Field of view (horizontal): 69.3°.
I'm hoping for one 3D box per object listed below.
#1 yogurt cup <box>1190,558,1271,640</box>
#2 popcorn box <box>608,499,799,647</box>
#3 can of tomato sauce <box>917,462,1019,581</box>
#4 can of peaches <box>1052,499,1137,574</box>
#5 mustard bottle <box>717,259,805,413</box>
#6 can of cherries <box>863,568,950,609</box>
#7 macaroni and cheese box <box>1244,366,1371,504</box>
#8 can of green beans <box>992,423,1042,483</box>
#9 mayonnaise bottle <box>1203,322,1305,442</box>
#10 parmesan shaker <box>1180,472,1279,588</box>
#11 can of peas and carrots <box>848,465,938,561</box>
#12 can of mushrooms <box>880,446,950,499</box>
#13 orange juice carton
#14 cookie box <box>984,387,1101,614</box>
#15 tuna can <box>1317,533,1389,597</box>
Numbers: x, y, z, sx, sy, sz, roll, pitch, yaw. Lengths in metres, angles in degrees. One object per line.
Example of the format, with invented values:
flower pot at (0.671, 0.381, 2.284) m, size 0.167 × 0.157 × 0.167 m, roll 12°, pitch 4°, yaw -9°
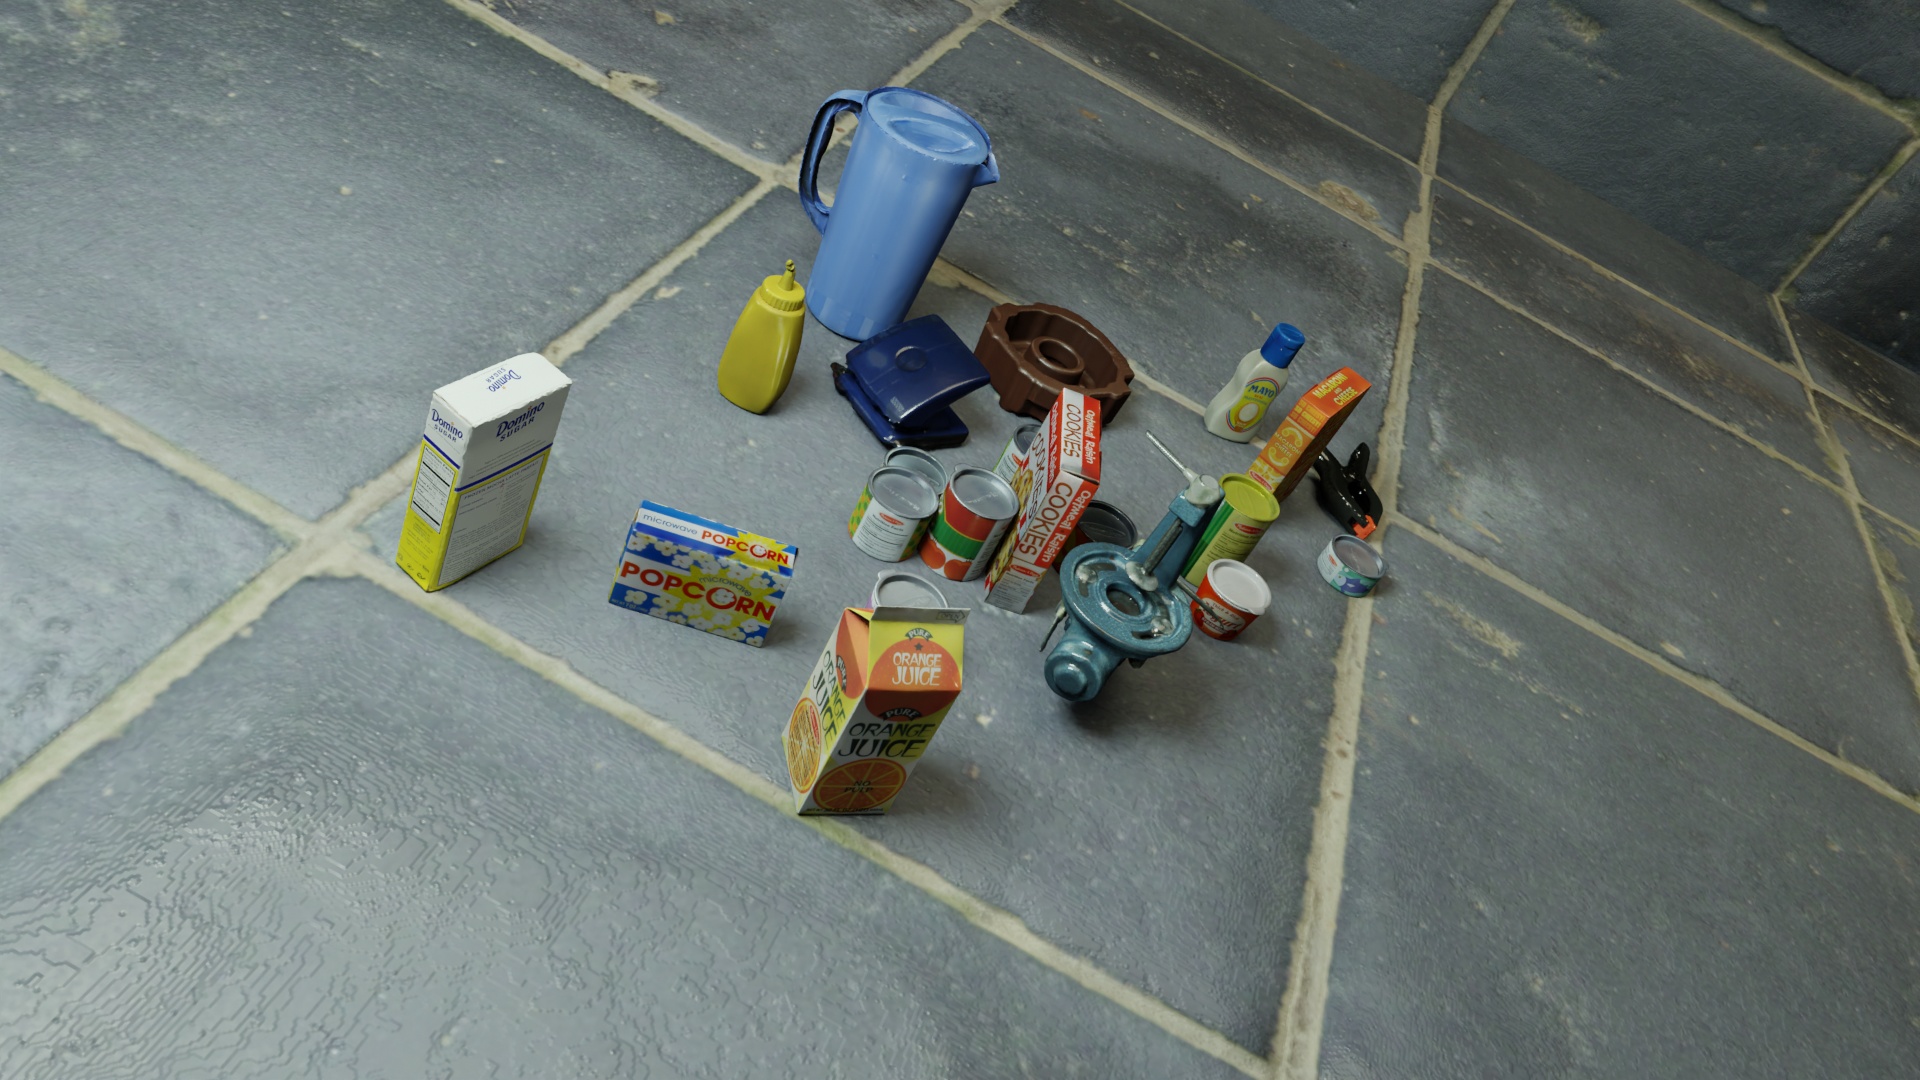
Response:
yogurt cup at (0.257, 0.059, 1.336) m, size 0.072 × 0.053 × 0.073 m, roll 17°, pitch 40°, yaw -15°
popcorn box at (-0.199, 0.026, 1.071) m, size 0.127 × 0.084 × 0.038 m, roll 18°, pitch 39°, yaw -13°
can of tomato sauce at (0.004, -0.016, 1.243) m, size 0.071 × 0.082 × 0.071 m, roll 17°, pitch 40°, yaw -15°
can of peaches at (0.125, 0.006, 1.312) m, size 0.071 × 0.057 × 0.071 m, roll 17°, pitch 40°, yaw -15°
mustard bottle at (-0.173, -0.191, 1.267) m, size 0.065 × 0.159 × 0.049 m, roll 30°, pitch 38°, yaw 1°
can of cherries at (-0.051, 0.067, 1.137) m, size 0.071 × 0.058 × 0.072 m, roll 17°, pitch 40°, yaw -15°
macaroni and cheese box at (0.357, -0.099, 1.483) m, size 0.040 × 0.165 × 0.124 m, roll 41°, pitch 40°, yaw 15°
can of green beans at (0.071, -0.072, 1.366) m, size 0.071 × 0.057 × 0.071 m, roll 17°, pitch 40°, yaw -15°
mayonnaise bottle at (0.336, -0.178, 1.574) m, size 0.065 × 0.147 × 0.041 m, roll 14°, pitch 40°, yaw -18°
parmesan shaker at (0.258, -0.008, 1.373) m, size 0.071 × 0.102 × 0.072 m, roll 17°, pitch 40°, yaw -15°
can of peas and carrots at (-0.059, -0.025, 1.234) m, size 0.071 × 0.058 × 0.071 m, roll 17°, pitch 40°, yaw -15°
can of mushrooms at (-0.046, -0.052, 1.293) m, size 0.071 × 0.033 × 0.071 m, roll 17°, pitch 40°, yaw -15°
orange juice carton at (-0.060, 0.110, 0.976) m, size 0.072 × 0.191 × 0.073 m, roll 5°, pitch 44°, yaw -27°
cookie box at (0.074, -0.035, 1.239) m, size 0.040 × 0.166 × 0.123 m, roll 20°, pitch 39°, yaw -11°
tuna can at (0.421, 0.027, 1.489) m, size 0.071 × 0.032 × 0.071 m, roll 17°, pitch 40°, yaw -15°
